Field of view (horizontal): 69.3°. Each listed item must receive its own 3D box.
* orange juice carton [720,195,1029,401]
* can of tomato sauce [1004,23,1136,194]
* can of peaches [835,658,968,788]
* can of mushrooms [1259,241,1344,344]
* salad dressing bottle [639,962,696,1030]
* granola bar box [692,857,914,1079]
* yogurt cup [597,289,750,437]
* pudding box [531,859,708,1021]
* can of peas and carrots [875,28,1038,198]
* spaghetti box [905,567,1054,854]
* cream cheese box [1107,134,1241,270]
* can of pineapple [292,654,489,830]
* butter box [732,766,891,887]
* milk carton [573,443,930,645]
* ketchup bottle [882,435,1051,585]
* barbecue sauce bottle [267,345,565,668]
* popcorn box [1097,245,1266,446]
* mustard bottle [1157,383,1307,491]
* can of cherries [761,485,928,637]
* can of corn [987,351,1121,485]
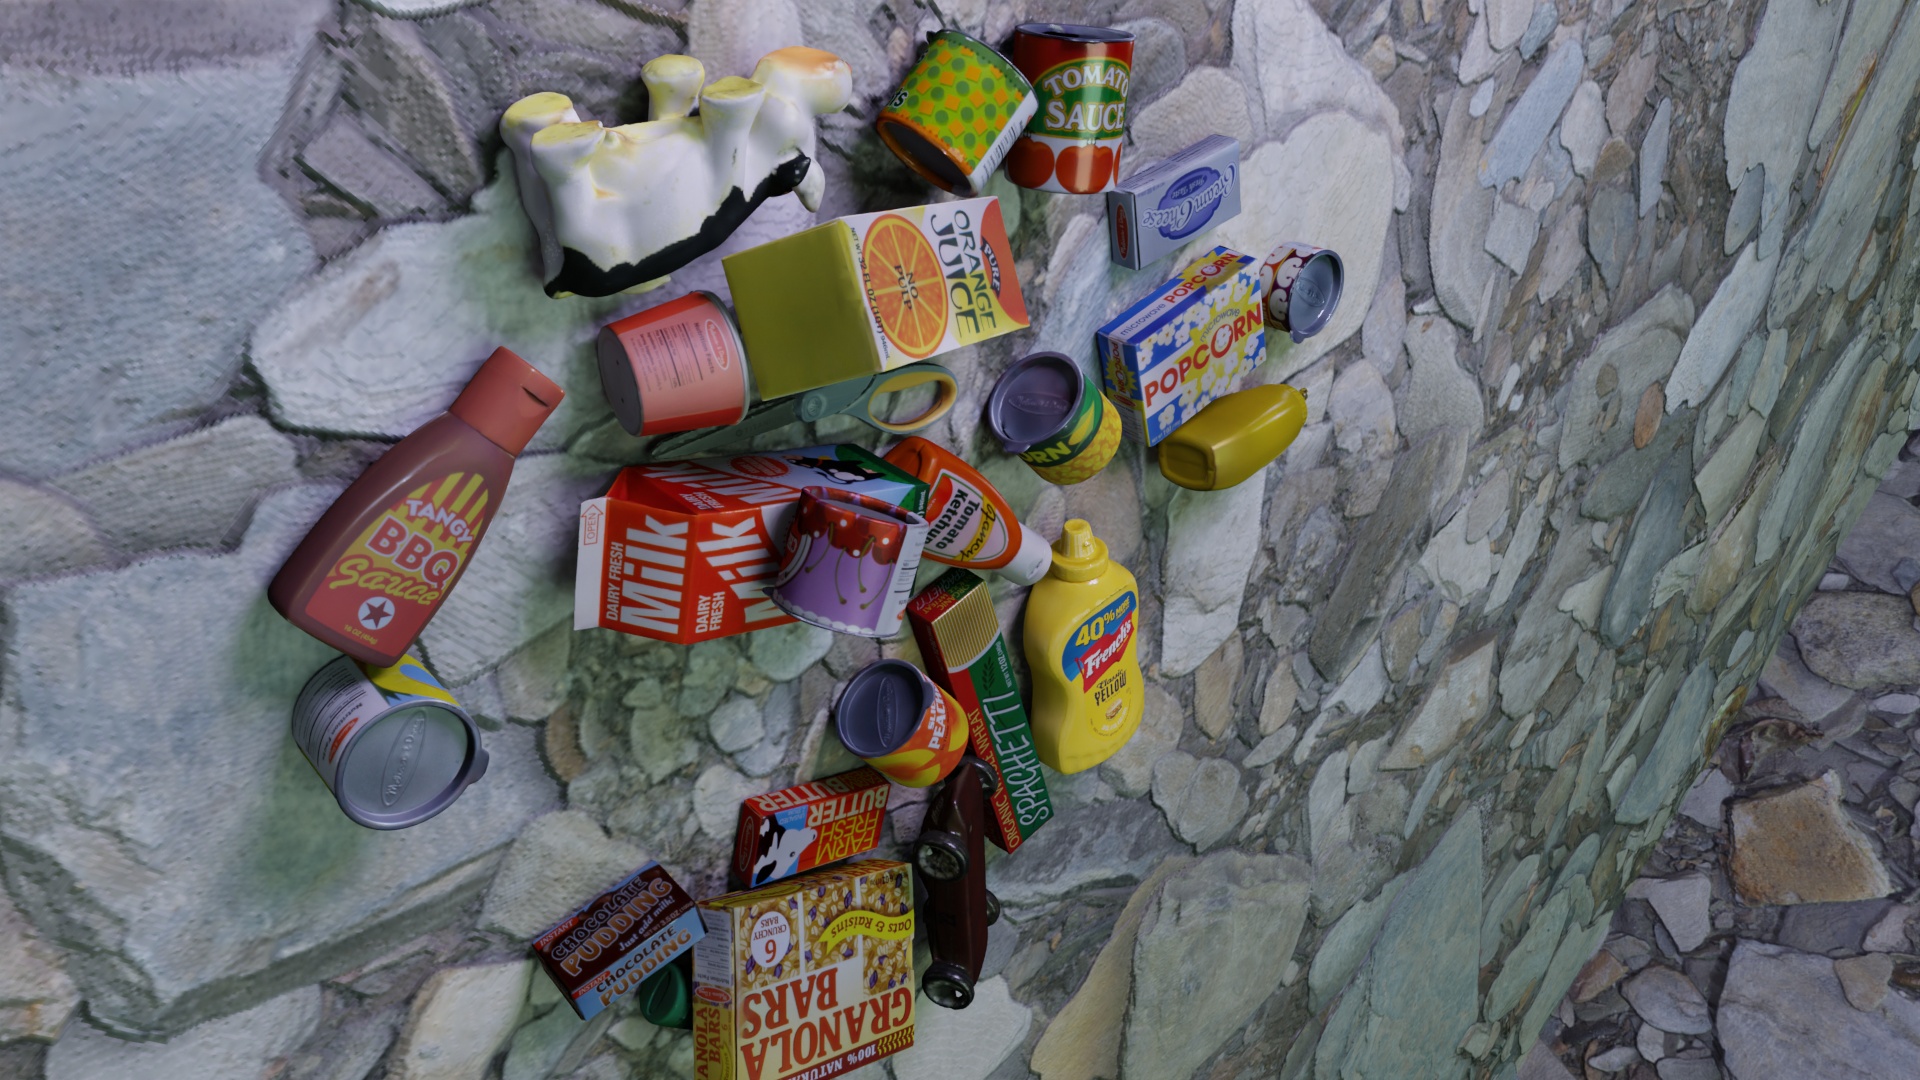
[{"bbox_3d":[-0.027,-0.129,0.709,0.193,0.073,0.071,-29,106,-56],"label":"orange juice carton"},{"bbox_3d":[0.060,-0.240,0.774,0.071,0.071,0.082,-18,124,-38],"label":"can of tomato sauce"},{"bbox_3d":[-0.034,0.116,0.876,0.071,0.071,0.058,-53,139,-8],"label":"can of peaches"},{"bbox_3d":[0.248,-0.182,1.020,0.071,0.033,0.070,-24,127,-35],"label":"can of mushrooms"},{"bbox_3d":[-0.140,0.300,0.893,0.147,0.044,0.064,33,83,-47],"label":"salad dressing bottle"},{"bbox_3d":[-0.095,0.277,0.881,0.166,0.039,0.124,2,86,-52],"label":"granola bar box"},{"bbox_3d":[-0.139,-0.082,0.668,0.054,0.072,0.072,-19,124,-27],"label":"yogurt cup"},{"bbox_3d":[-0.194,0.227,0.794,0.084,0.050,0.030,-31,133,-28],"label":"pudding box"},{"bbox_3d":[-0.004,-0.223,0.725,0.059,0.071,0.071,-56,138,-5],"label":"can of peas and carrots"},{"bbox_3d":[0.018,0.124,0.964,0.050,0.029,0.248,-37,133,-23],"label":"spaghetti box"},{"bbox_3d":[0.140,-0.220,0.899,0.104,0.024,0.053,-33,132,-28],"label":"cream cheese box"},{"bbox_3d":[-0.264,0.092,0.643,0.071,0.058,0.070,-23,127,-35],"label":"can of pineapple"},{"bbox_3d":[-0.094,0.182,0.887,0.104,0.024,0.053,-8,117,-42],"label":"butter box"},{"bbox_3d":[-0.114,0.000,0.730,0.191,0.073,0.072,-11,119,-41],"label":"milk carton"},{"bbox_3d":[0.003,-0.011,0.863,0.064,0.043,0.148,-53,140,7],"label":"ketchup bottle"},{"bbox_3d":[-0.237,-0.018,0.621,0.149,0.044,0.064,-55,137,-8],"label":"barbecue sauce bottle"},{"bbox_3d":[0.153,-0.133,0.949,0.127,0.038,0.084,-37,133,-25],"label":"popcorn box"},{"bbox_3d":[0.213,-0.082,1.019,0.161,0.065,0.048,-26,124,-38],"label":"mustard bottle"},{"bbox_3d":[-0.057,0.009,0.687,0.071,0.071,0.058,6,105,-46],"label":"can of cherries"},{"bbox_3d":[0.059,-0.073,0.866,0.071,0.071,0.058,-57,139,-5],"label":"can of corn"}]
